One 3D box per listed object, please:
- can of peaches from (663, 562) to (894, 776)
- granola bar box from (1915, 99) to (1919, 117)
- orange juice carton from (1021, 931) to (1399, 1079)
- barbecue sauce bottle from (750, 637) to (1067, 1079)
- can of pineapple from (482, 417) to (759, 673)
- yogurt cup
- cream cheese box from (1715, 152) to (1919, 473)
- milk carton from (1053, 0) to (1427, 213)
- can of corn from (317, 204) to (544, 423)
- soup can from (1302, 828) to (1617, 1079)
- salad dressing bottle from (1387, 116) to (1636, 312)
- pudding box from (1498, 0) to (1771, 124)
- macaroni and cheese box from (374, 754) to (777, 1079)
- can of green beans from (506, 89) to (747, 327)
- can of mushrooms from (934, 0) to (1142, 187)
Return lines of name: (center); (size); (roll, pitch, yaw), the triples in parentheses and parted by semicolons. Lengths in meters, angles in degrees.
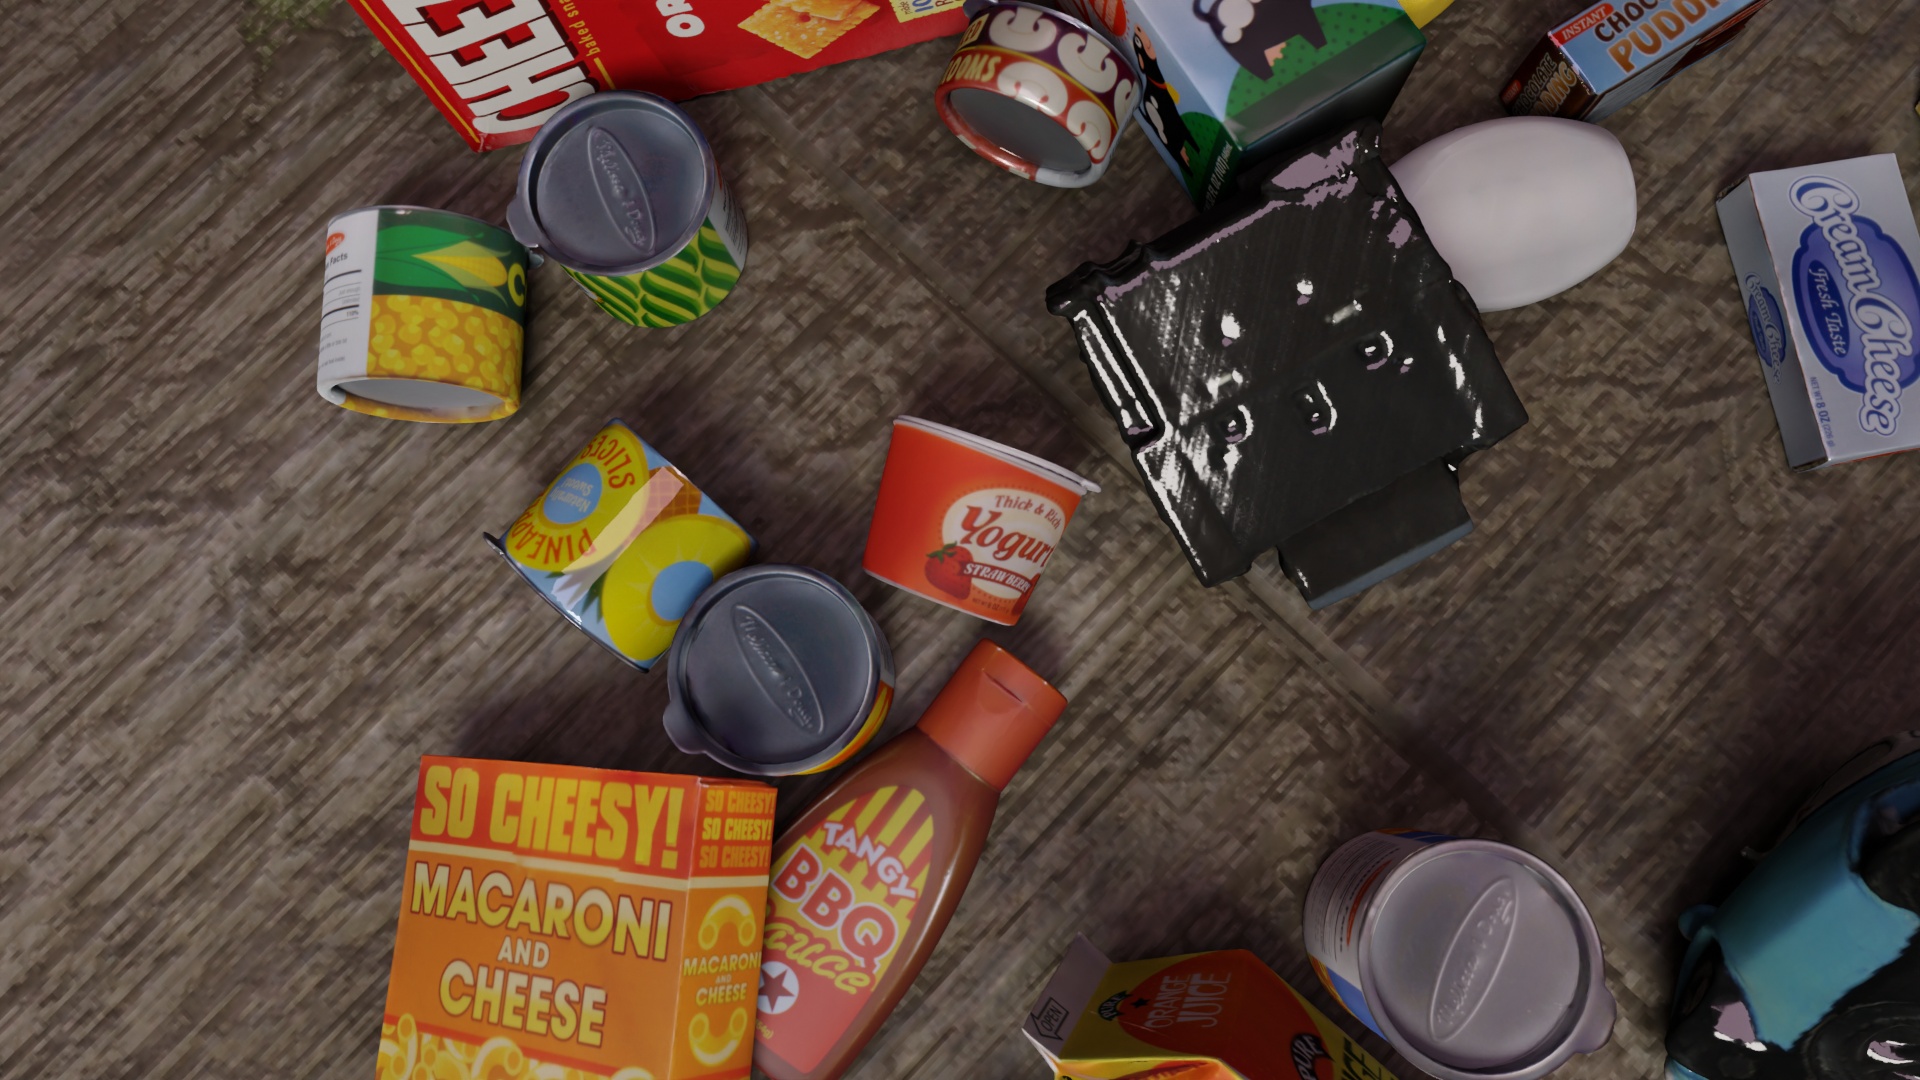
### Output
can of peaches: (-0.058, 0.045, 0.455); (0.071, 0.058, 0.071); (0, 81, 3)
granola bar box: (0.418, -0.116, 0.441); (0.166, 0.038, 0.125); (5, 46, 4)
orange juice carton: (0.099, 0.192, 0.402); (0.193, 0.072, 0.073); (40, 108, 9)
barbecue sauce bottle: (-0.023, 0.100, 0.450); (0.065, 0.043, 0.148); (37, 83, 13)
can of pineapple: (-0.110, 0.000, 0.460); (0.071, 0.071, 0.058); (40, 83, 9)
yogurt cup: (0.002, -0.006, 0.459); (0.072, 0.072, 0.054); (20, 90, 6)
cream cheese box: (0.303, -0.079, 0.477); (0.053, 0.024, 0.104); (-10, 80, 0)
milk carton: (0.071, -0.214, 0.488); (0.073, 0.072, 0.191); (-31, 80, -2)
can of corn: (-0.182, -0.075, 0.480); (0.071, 0.071, 0.058); (0, 81, 3)
soup can: (0.146, 0.123, 0.417); (0.071, 0.083, 0.071); (0, 80, 3)
salad dressing bottle: (0.150, -0.104, 0.478); (0.148, 0.044, 0.064); (-12, 102, 4)
pudding box: (0.238, -0.175, 0.485); (0.084, 0.049, 0.030); (-31, 82, -2)
macaroni and cheese box: (-0.122, 0.153, 0.424); (0.123, 0.040, 0.166); (-2, 78, 31)
can of green beans: (-0.112, -0.114, 0.486); (0.071, 0.057, 0.071); (0, 80, 3)
can of mushrooms: (0.024, -0.154, 0.482); (0.071, 0.071, 0.033); (25, 84, 7)
